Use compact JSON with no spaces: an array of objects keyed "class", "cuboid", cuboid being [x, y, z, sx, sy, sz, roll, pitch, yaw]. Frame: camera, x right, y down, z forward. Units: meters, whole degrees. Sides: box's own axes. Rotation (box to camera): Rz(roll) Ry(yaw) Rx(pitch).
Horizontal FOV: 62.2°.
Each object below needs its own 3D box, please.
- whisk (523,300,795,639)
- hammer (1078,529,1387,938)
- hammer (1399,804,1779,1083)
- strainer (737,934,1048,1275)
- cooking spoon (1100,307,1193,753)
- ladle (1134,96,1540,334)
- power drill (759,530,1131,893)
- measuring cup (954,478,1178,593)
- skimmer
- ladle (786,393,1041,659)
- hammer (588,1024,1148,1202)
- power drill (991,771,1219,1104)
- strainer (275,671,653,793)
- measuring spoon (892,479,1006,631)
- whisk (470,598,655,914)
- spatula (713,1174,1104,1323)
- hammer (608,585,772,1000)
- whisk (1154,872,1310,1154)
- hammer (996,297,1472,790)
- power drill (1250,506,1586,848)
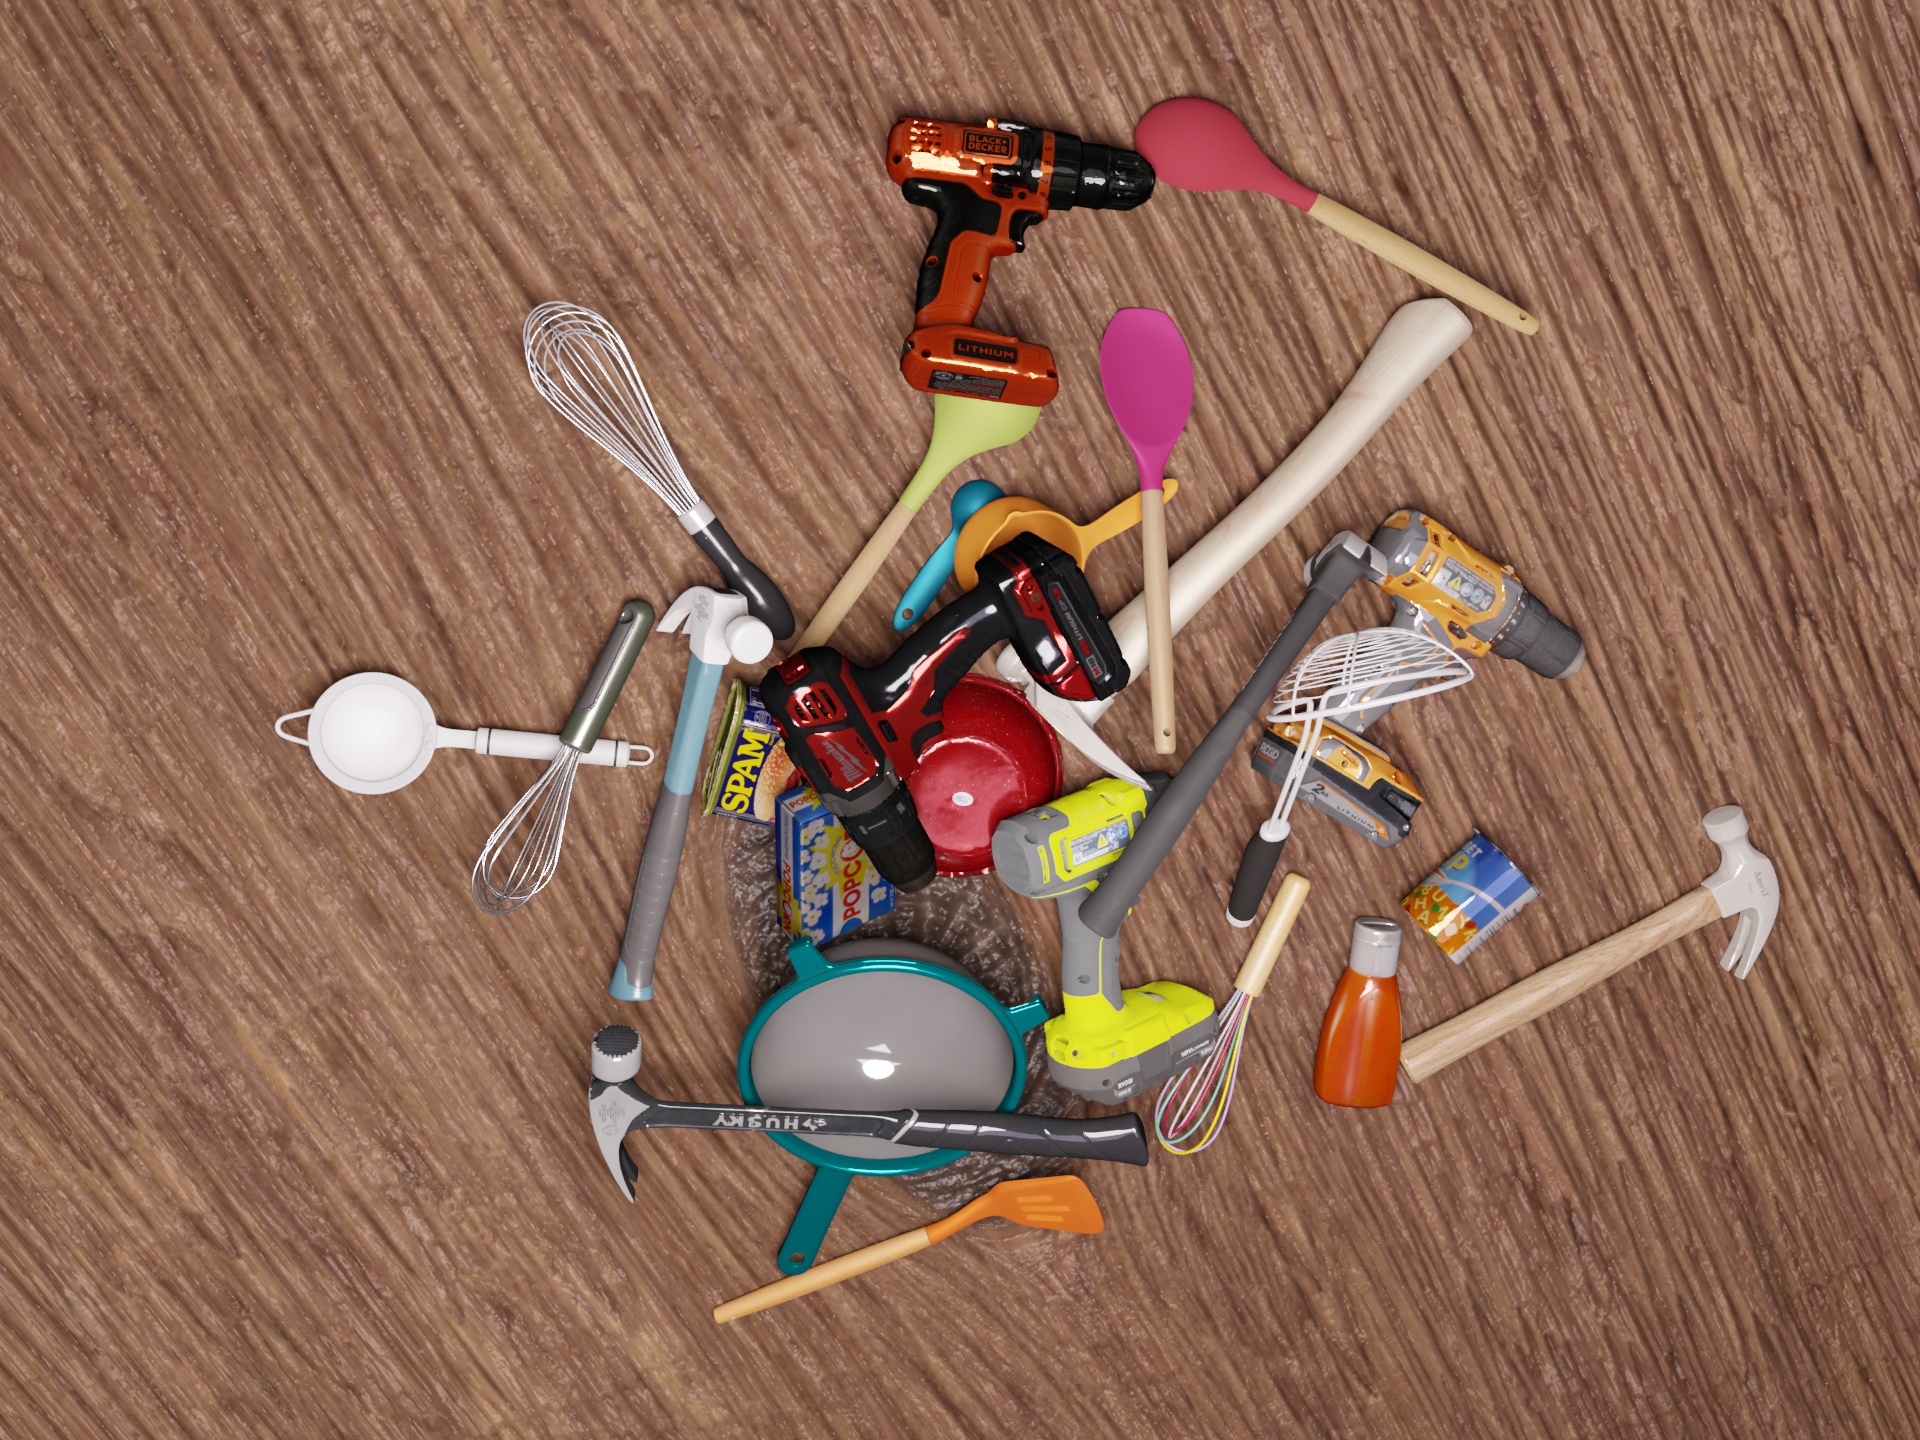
[{"class":"whisk","cuboid":[-0.205,-0.168,1.110,0.070,0.070,0.284,-35,109,4]},{"class":"hammer","cuboid":[0.187,0.009,1.108,0.035,0.146,0.335,35,87,1]},{"class":"hammer","cuboid":[0.503,0.202,1.278,0.331,0.031,0.130,-29,104,3]},{"class":"strainer","cuboid":[-0.080,0.286,1.223,0.211,0.095,0.340,16,120,-12]},{"class":"cooking spoon","cuboid":[0.135,-0.135,1.117,0.068,0.017,0.319,-1,83,-13]},{"class":"ladle","cuboid":[0.266,-0.345,1.104,0.315,0.031,0.069,26,82,-7]},{"class":"power drill","cuboid":[-0.002,-0.003,1.077,0.226,0.080,0.187,-32,114,-6]},{"class":"measuring cup","cuboid":[0.074,-0.137,1.143,0.173,0.052,0.095,-31,125,-14]},{"class":"skimmer","cuboid":[0.242,0.062,1.089,0.127,0.090,0.363,-15,144,-17]},{"class":"ladle","cuboid":[-0.051,-0.134,1.143,0.078,0.062,0.320,36,105,-3]},{"class":"hammer","cuboid":[-0.062,0.298,1.155,0.409,0.036,0.149,5,122,-6]},{"class":"power drill","cuboid":[0.121,0.155,1.190,0.171,0.080,0.223,-19,107,-29]},{"class":"strainer","cuboid":[-0.352,0.015,1.147,0.258,0.050,0.087,6,94,-13]},{"class":"measuring spoon","cuboid":[-0.010,-0.117,1.154,0.042,0.021,0.128,33,97,-12]},{"class":"whisk","cuboid":[-0.278,0.025,1.127,0.059,0.058,0.246,34,77,-51]},{"class":"spatula","cuboid":[-0.046,0.429,1.276,0.322,0.041,0.080,-21,127,2]},{"class":"hammer","cuboid":[-0.205,0.060,1.137,0.033,0.128,0.331,4,113,-32]},{"class":"whisk","cuboid":[0.213,0.231,1.255,0.051,0.047,0.245,21,97,-22]},{"class":"hammer","cuboid":[0.217,-0.136,1.139,0.410,0.038,0.146,-45,70,3]},{"class":"power drill","cuboid":[0.345,-0.019,1.187,0.185,0.084,0.226,30,95,-13]}]
